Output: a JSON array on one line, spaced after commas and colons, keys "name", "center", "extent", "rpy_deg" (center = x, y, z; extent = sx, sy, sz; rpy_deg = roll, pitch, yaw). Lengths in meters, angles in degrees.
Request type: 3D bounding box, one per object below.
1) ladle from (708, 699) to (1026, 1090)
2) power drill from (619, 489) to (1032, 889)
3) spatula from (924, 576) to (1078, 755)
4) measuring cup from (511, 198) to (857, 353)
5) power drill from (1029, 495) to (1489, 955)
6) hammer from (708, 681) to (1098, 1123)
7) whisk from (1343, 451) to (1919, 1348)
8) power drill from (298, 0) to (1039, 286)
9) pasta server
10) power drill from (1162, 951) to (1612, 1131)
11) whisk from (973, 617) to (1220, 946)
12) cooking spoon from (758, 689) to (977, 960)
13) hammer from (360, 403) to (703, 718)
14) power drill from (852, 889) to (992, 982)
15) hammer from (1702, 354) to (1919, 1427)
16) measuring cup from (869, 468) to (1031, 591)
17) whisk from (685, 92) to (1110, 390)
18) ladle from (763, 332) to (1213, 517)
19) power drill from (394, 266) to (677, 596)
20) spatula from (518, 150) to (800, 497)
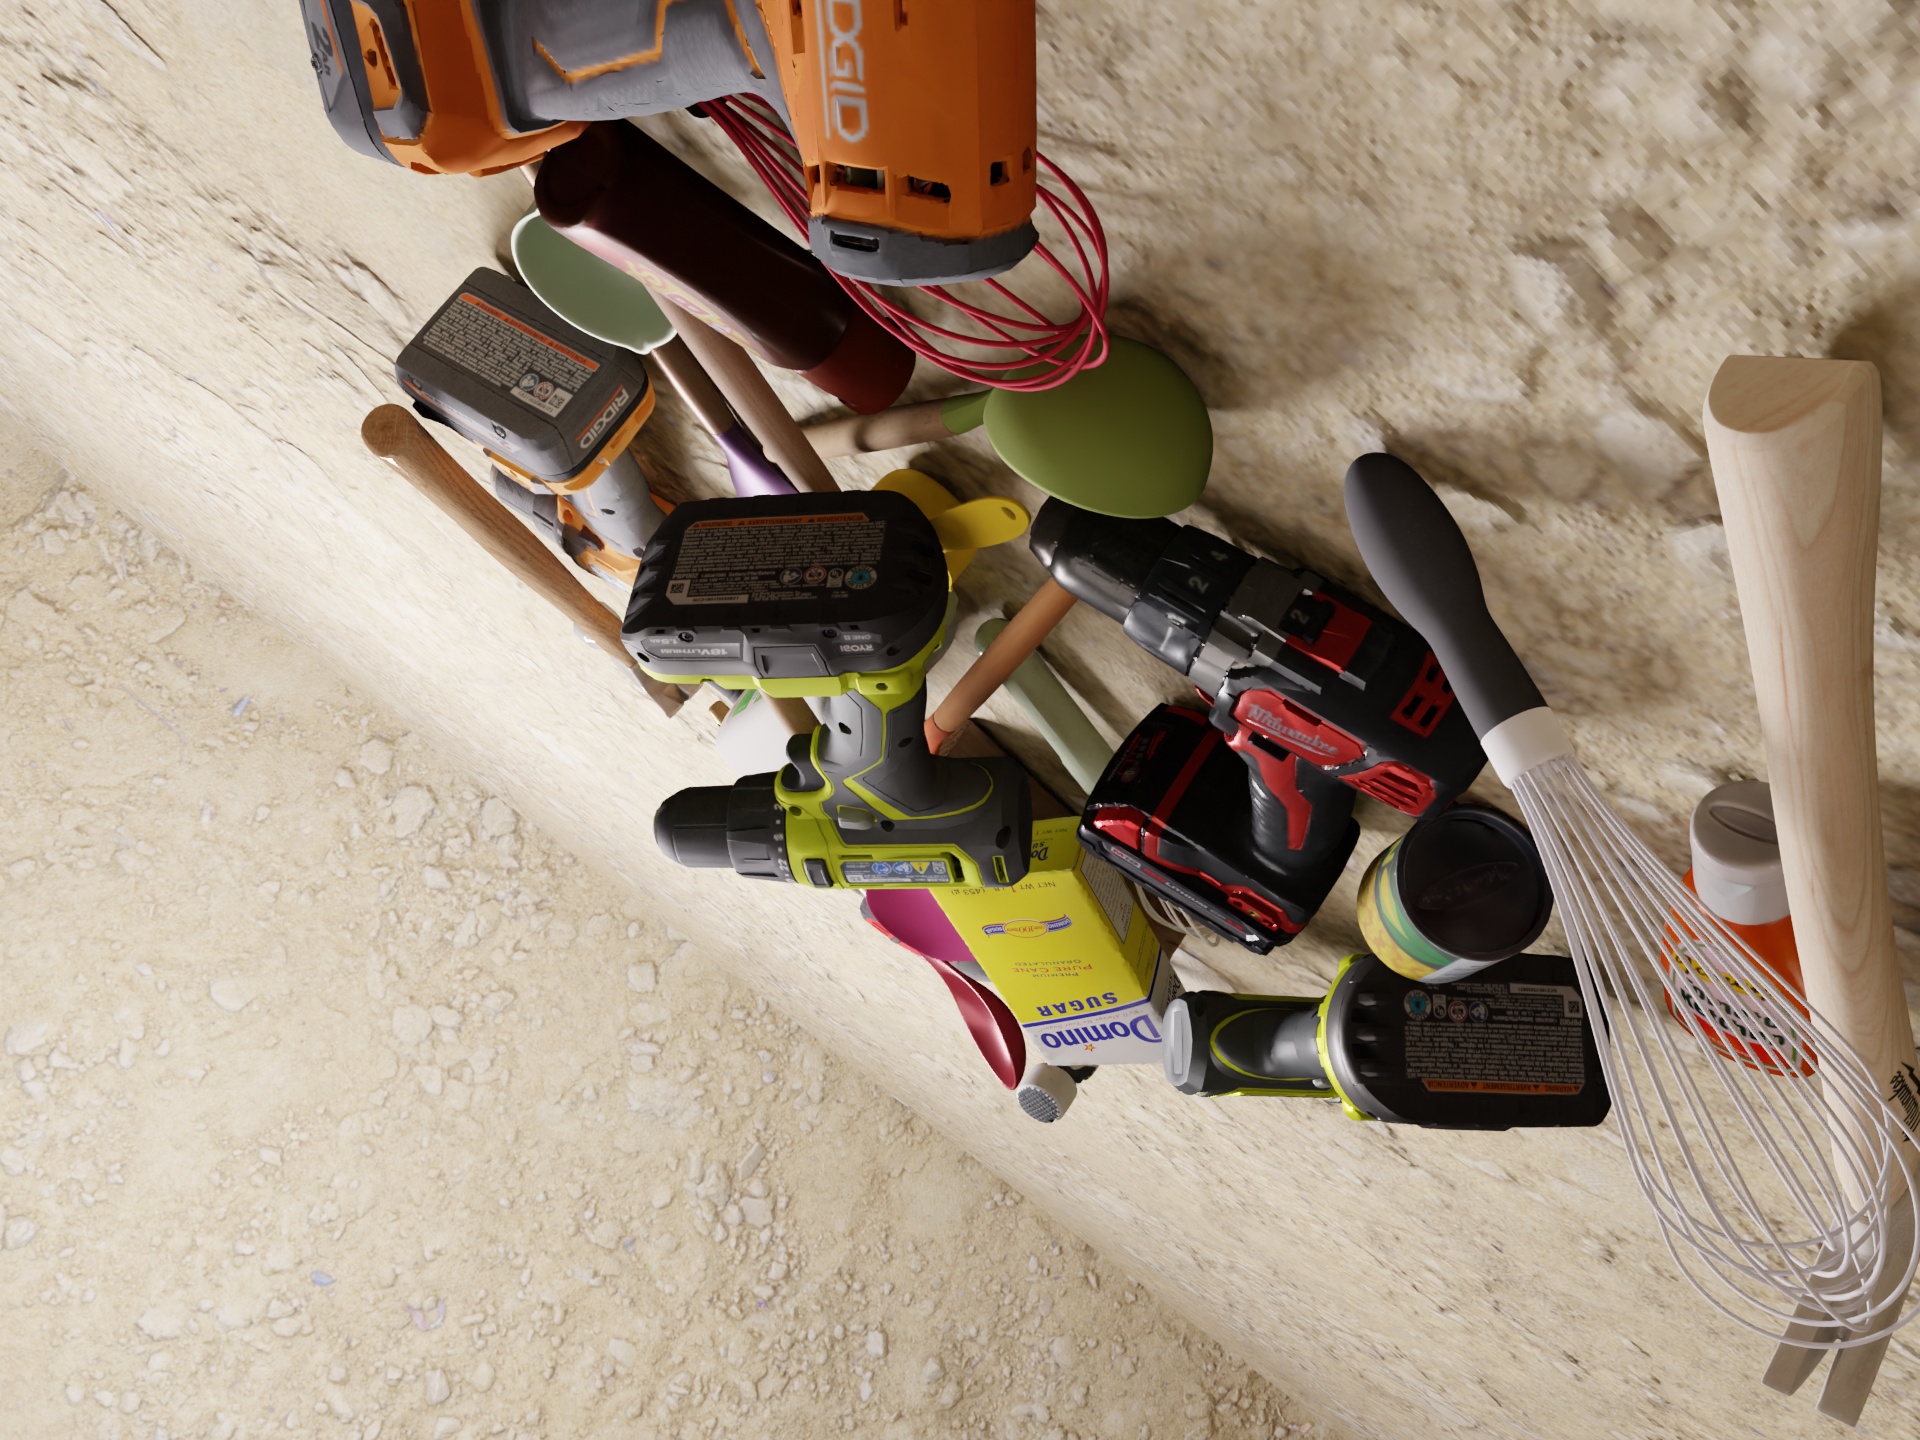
[{"name": "ladle", "center": [-0.059, 0.107, 1.026], "extent": [0.315, 0.031, 0.069], "rpy_deg": [49, 157, 7]}, {"name": "power drill", "center": [-0.073, 0.004, 0.740], "extent": [0.190, 0.080, 0.228], "rpy_deg": [-1, 142, 10]}, {"name": "spatula", "center": [-0.001, -0.003, 0.800], "extent": [0.081, 0.041, 0.322], "rpy_deg": [30, 149, -7]}, {"name": "measuring cup", "center": [-0.104, -0.191, 0.644], "extent": [0.168, 0.038, 0.083], "rpy_deg": [6, 150, 26]}, {"name": "power drill", "center": [0.106, 0.001, 0.667], "extent": [0.188, 0.080, 0.226], "rpy_deg": [31, 158, 10]}, {"name": "hammer", "center": [-0.041, 0.081, 1.088], "extent": [0.409, 0.149, 0.036], "rpy_deg": [46, 137, -3]}, {"name": "whisk", "center": [0.178, 0.036, 0.457], "extent": [0.070, 0.070, 0.285], "rpy_deg": [81, 168, -65]}, {"name": "power drill", "center": [-0.081, -0.214, 0.419], "extent": [0.227, 0.084, 0.164], "rpy_deg": [19, 129, 28]}, {"name": "pasta server", "center": [-0.126, -0.175, 0.606], "extent": [0.315, 0.040, 0.060], "rpy_deg": [53, -163, -43]}, {"name": "power drill", "center": [0.219, 0.164, 0.808], "extent": [0.171, 0.080, 0.223], "rpy_deg": [5, 167, -12]}, {"name": "whisk", "center": [0.081, 0.037, 0.848], "extent": [0.059, 0.058, 0.246], "rpy_deg": [-23, 121, 28]}, {"name": "cooking spoon", "center": [-0.056, 0.046, 0.860], "extent": [0.069, 0.017, 0.318], "rpy_deg": [-3, 140, 25]}, {"name": "hammer", "center": [-0.244, -0.085, 0.936], "extent": [0.130, 0.031, 0.331], "rpy_deg": [38, 173, 24]}, {"name": "power drill", "center": [-0.023, 0.142, 1.244], "extent": [0.143, 0.078, 0.219], "rpy_deg": [29, 163, 19]}, {"name": "hammer", "center": [0.264, 0.068, 0.480], "extent": [0.038, 0.146, 0.410], "rpy_deg": [15, 148, 44]}, {"name": "measuring cup", "center": [0.002, -0.089, 0.679], "extent": [0.062, 0.029, 0.156], "rpy_deg": [45, 165, -17]}, {"name": "whisk", "center": [-0.067, -0.198, 0.517], "extent": [0.296, 0.073, 0.073], "rpy_deg": [37, 163, 17]}, {"name": "ladle", "center": [-0.013, -0.108, 0.642], "extent": [0.320, 0.078, 0.062], "rpy_deg": [9, 105, 61]}, {"name": "power drill", "center": [-0.221, -0.147, 0.881], "extent": [0.185, 0.084, 0.226], "rpy_deg": [30, 165, 21]}, {"name": "spatula", "center": [-0.130, -0.162, 0.770], "extent": [0.060, 0.018, 0.315], "rpy_deg": [15, 154, 35]}]
